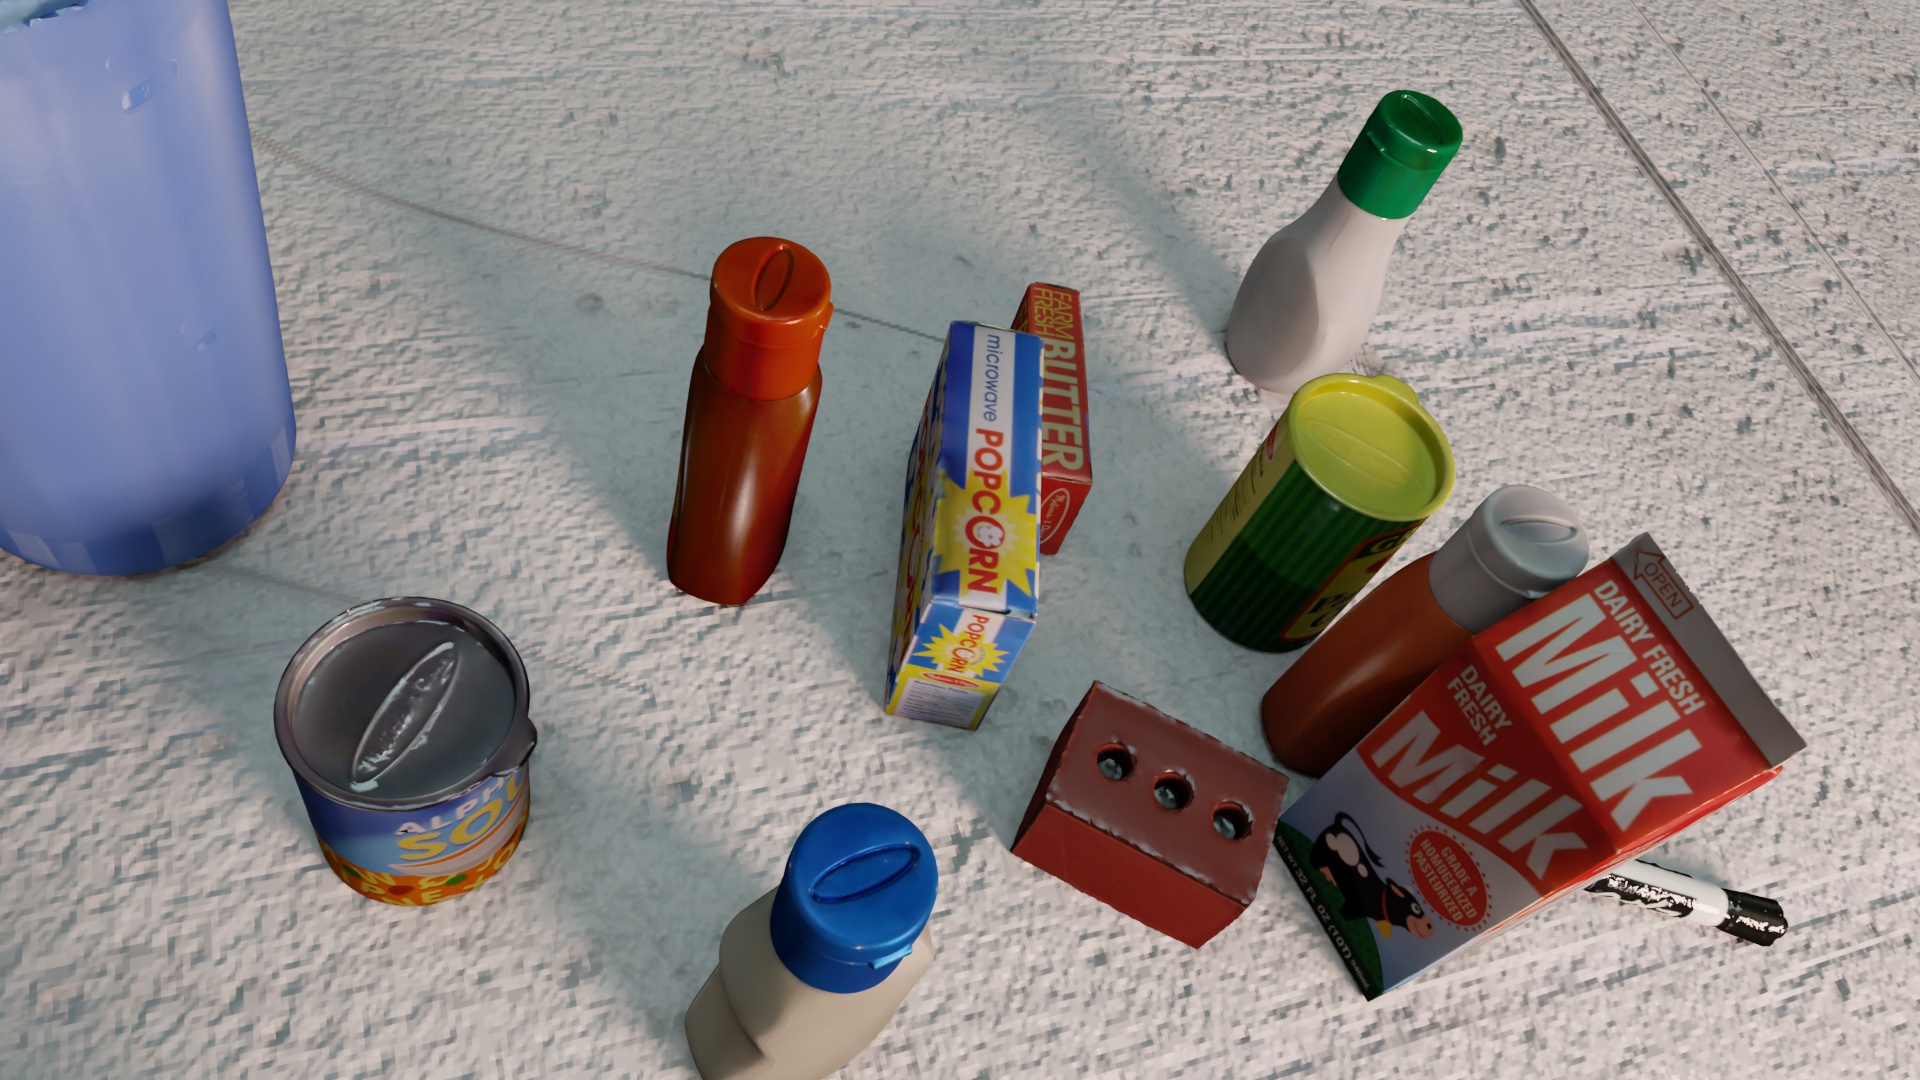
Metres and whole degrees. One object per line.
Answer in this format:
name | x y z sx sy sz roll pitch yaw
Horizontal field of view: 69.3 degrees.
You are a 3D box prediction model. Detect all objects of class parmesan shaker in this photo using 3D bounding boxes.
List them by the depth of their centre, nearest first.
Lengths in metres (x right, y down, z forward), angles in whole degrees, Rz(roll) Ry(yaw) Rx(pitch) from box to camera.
parmesan shaker | 0.138 -0.009 0.545 0.071 0.102 0.071 8 56 -11

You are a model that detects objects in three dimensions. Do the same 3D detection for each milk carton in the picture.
milk carton | 0.181 0.076 0.446 0.074 0.189 0.072 -16 63 -24

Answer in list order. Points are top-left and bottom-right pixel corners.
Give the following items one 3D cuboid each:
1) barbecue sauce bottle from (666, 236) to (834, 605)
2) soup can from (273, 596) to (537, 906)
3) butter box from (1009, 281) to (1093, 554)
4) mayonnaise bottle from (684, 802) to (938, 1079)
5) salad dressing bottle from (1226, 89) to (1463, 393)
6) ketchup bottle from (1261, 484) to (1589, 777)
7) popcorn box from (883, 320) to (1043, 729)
barbecue sauce bottle | -0.073 -0.039 0.476 0.044 0.147 0.065 17 54 -4
soup can | -0.162 0.067 0.419 0.071 0.083 0.072 8 56 -11
butter box | 0.034 -0.051 0.573 0.024 0.052 0.104 7 56 -11
mayonnaise bottle | -0.039 0.116 0.382 0.065 0.147 0.041 -18 64 -25
salad dressing bottle | 0.164 -0.125 0.602 0.044 0.146 0.064 -13 62 -23
ketchup bottle | 0.164 0.037 0.493 0.065 0.148 0.044 0 57 -16
popcorn box | 0.002 -0.006 0.514 0.038 0.084 0.127 10 55 -9
